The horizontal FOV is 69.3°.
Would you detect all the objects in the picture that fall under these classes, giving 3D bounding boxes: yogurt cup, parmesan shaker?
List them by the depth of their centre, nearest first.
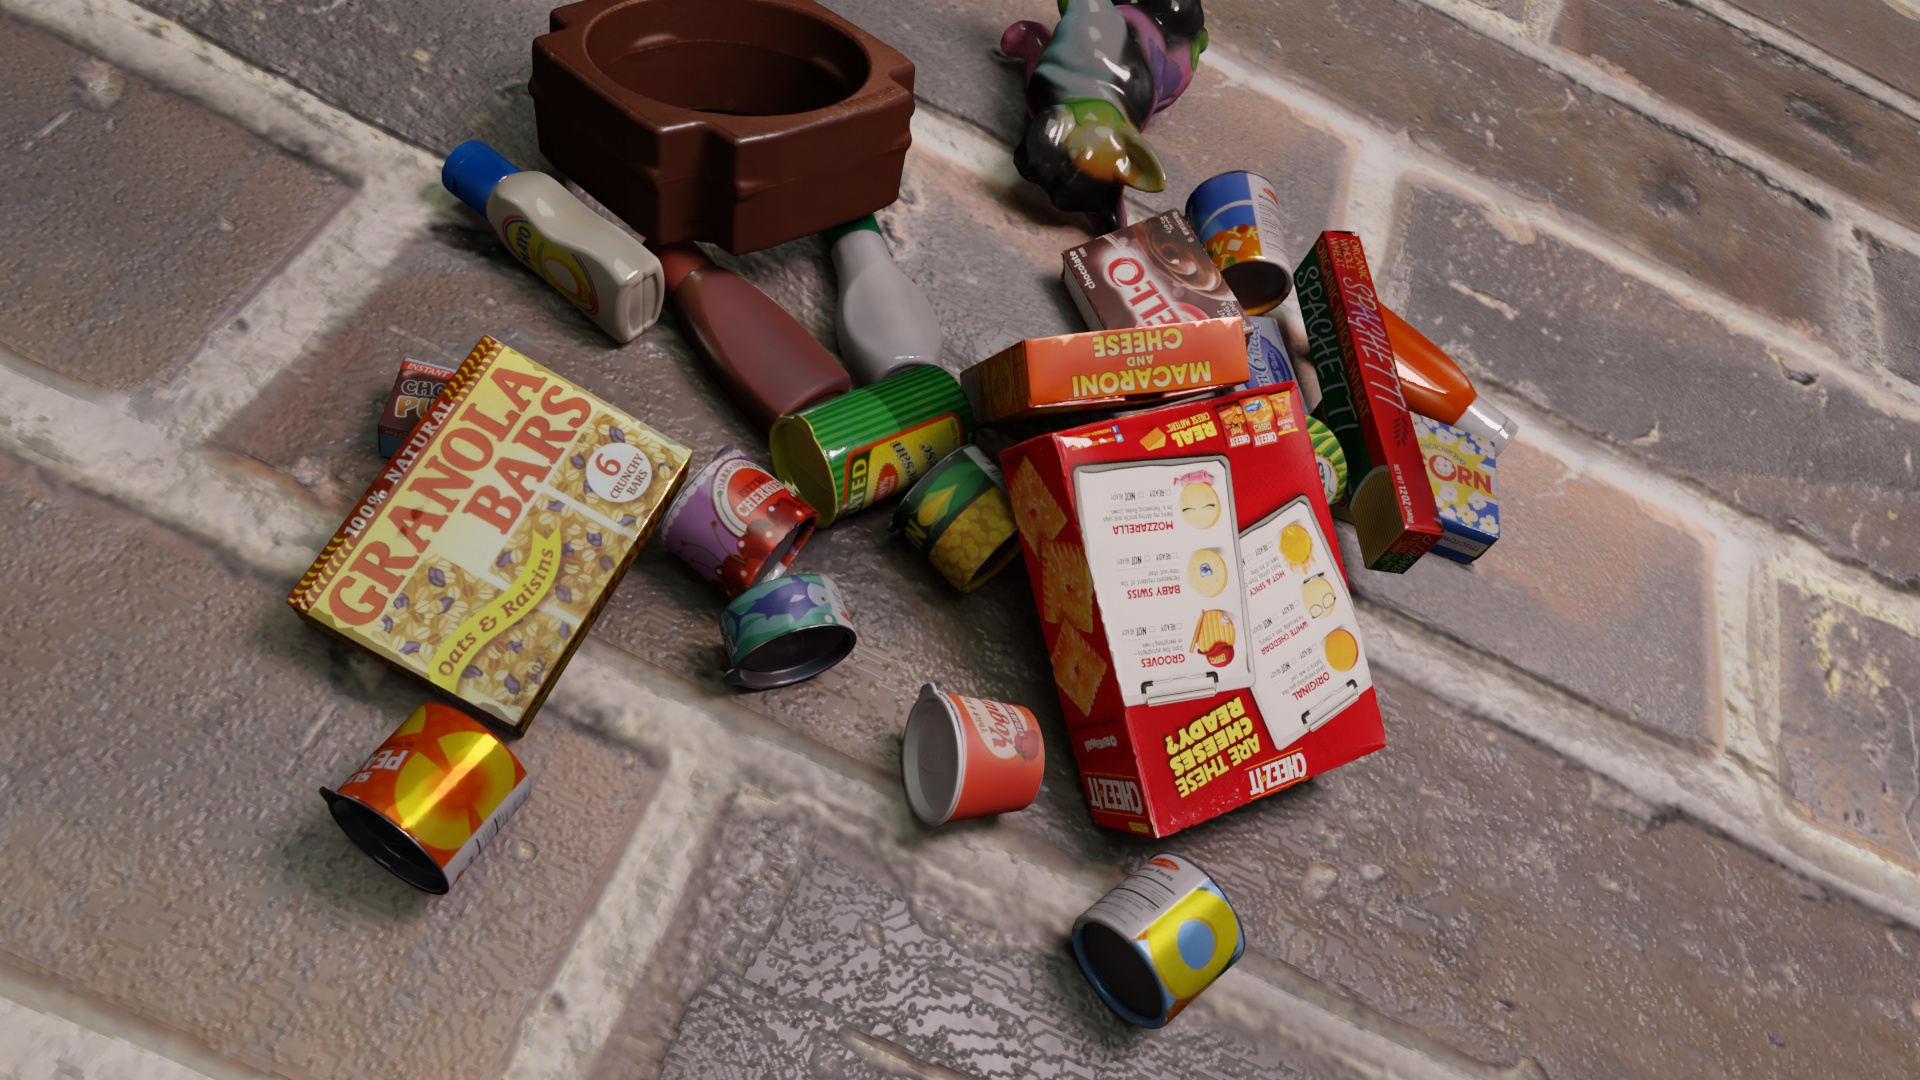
[{"bbox_3d":[0.007,0.112,0.717,0.054,0.072,0.072,5,57,-27],"label":"yogurt cup"},{"bbox_3d":[-0.049,-0.058,0.801,0.103,0.071,0.071,-25,70,-31],"label":"parmesan shaker"}]

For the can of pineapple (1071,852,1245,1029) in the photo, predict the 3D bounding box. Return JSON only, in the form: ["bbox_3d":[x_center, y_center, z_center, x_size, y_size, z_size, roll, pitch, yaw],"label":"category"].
[{"bbox_3d":[0.099,0.200,0.691,0.058,0.070,0.071,-29,72,-32],"label":"can of pineapple"}]

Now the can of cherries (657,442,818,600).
[{"bbox_3d":[-0.117,-0.008,0.744,0.058,0.071,0.072,38,54,6],"label":"can of cherries"}]

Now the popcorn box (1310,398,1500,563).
[{"bbox_3d":[0.299,-0.045,0.939,0.127,0.038,0.085,19,55,-8],"label":"popcorn box"}]

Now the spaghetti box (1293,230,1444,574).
[{"bbox_3d":[0.261,-0.097,0.903,0.029,0.050,0.251,6,56,-15],"label":"spaghetti box"}]

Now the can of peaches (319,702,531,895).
[{"bbox_3d":[-0.238,0.114,0.623,0.071,0.071,0.058,34,53,4],"label":"can of peaches"}]

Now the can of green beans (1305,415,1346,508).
[{"bbox_3d":[0.202,-0.042,0.885,0.058,0.071,0.071,-19,67,-30],"label":"can of green beans"}]

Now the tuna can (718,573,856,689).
[{"bbox_3d":[-0.092,0.048,0.721,0.071,0.070,0.033,-10,62,-25],"label":"tuna can"}]

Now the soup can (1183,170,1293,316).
[{"bbox_3d":[0.197,-0.210,0.995,0.071,0.071,0.084,7,57,-15],"label":"soup can"}]

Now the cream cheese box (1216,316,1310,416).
[{"bbox_3d":[0.203,-0.110,0.955,0.053,0.024,0.104,0,59,-18],"label":"cream cheese box"}]

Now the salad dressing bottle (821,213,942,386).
[{"bbox_3d":[-0.055,-0.158,0.882,0.064,0.043,0.148,-8,60,-22],"label":"salad dressing bottle"}]

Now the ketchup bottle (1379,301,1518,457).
[{"bbox_3d":[0.326,-0.113,0.990,0.149,0.043,0.065,40,55,7],"label":"ketchup bottle"}]

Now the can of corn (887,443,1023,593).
[{"bbox_3d":[0.003,-0.010,0.794,0.058,0.070,0.071,46,55,12],"label":"can of corn"}]

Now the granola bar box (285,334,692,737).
[{"bbox_3d":[-0.230,-0.004,0.697,0.124,0.039,0.166,29,67,-3],"label":"granola bar box"}]

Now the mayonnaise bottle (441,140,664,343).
[{"bbox_3d":[-0.241,-0.181,0.820,0.148,0.064,0.041,37,58,11],"label":"mayonnaise bottle"}]

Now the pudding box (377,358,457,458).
[{"bbox_3d":[-0.265,-0.063,0.752,0.084,0.030,0.050,14,55,-11],"label":"pudding box"}]

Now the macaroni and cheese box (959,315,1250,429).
[{"bbox_3d":[0.077,-0.093,0.803,0.124,0.166,0.040,-8,93,-11],"label":"macaroni and cheese box"}]

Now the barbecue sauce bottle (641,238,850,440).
[{"bbox_3d":[-0.135,-0.128,0.833,0.065,0.043,0.149,-33,74,-37],"label":"barbecue sauce bottle"}]
